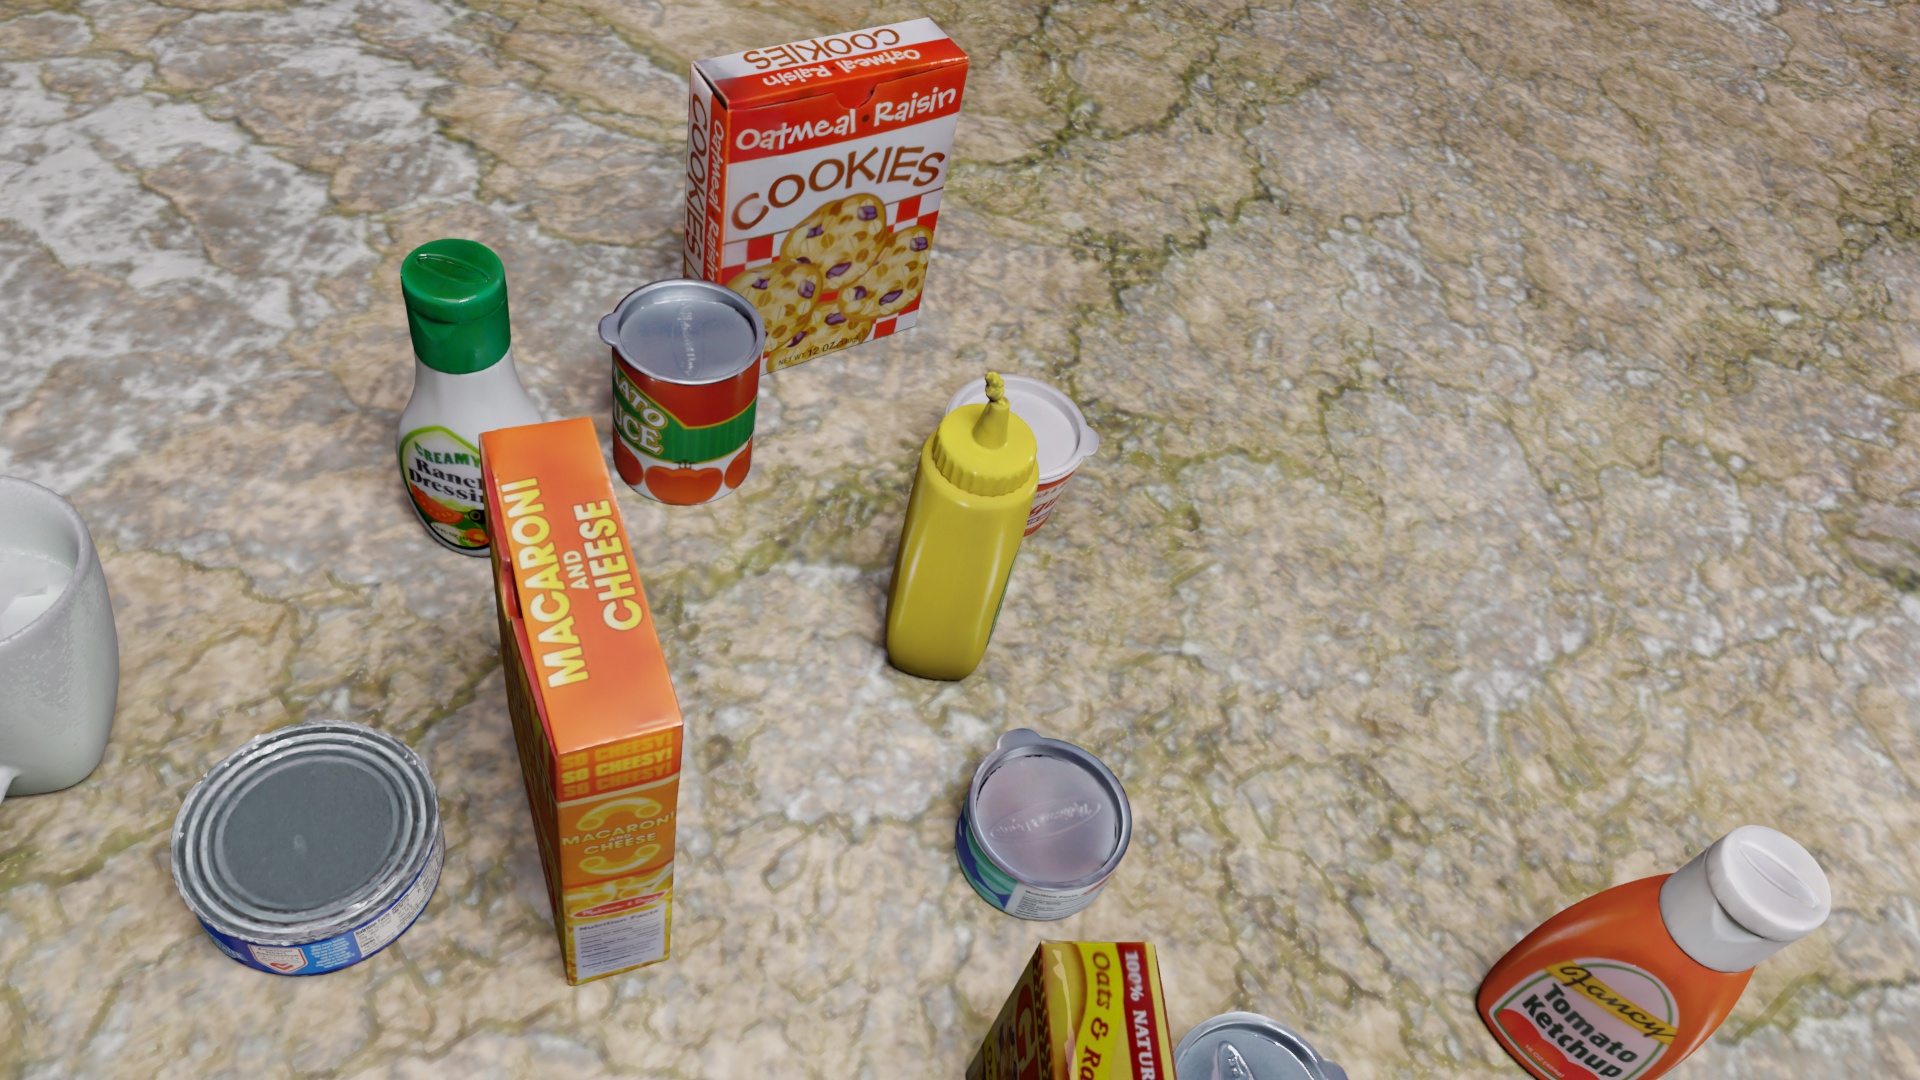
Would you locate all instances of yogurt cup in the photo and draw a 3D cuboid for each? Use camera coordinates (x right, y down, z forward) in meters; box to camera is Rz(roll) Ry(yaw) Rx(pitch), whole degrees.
[{"bbox_3d":[0.022,-0.038,0.662,0.072,0.053,0.073,7,50,-8],"label":"yogurt cup"}]

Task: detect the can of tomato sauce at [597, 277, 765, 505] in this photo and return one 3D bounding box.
[{"bbox_3d":[-0.127,-0.066,0.631,0.071,0.082,0.071,7,50,-8],"label":"can of tomato sauce"}]

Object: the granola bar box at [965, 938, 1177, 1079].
[{"bbox_3d":[0.036,0.220,0.408,0.039,0.123,0.166,4,51,-10],"label":"granola bar box"}]

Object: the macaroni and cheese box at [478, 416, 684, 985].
[{"bbox_3d":[-0.130,0.060,0.473,0.040,0.165,0.124,-11,55,-21],"label":"macaroni and cheese box"}]

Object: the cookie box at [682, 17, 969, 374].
[{"bbox_3d":[-0.068,-0.158,0.665,0.123,0.166,0.040,-22,59,-28],"label":"cookie box"}]

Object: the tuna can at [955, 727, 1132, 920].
[{"bbox_3d":[0.031,0.113,0.554,0.071,0.032,0.071,7,50,-8],"label":"tuna can"}]

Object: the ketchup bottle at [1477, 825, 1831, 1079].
[{"bbox_3d":[0.247,0.151,0.497,0.065,0.148,0.044,40,54,19],"label":"ketchup bottle"}]

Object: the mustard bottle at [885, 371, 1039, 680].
[{"bbox_3d":[0.002,-0.007,0.563,0.049,0.159,0.066,12,50,-4],"label":"mustard bottle"}]

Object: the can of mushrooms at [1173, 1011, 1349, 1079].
[{"bbox_3d":[0.102,0.206,0.494,0.071,0.033,0.071,7,50,-8],"label":"can of mushrooms"}]

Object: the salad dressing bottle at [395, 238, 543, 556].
[{"bbox_3d":[-0.199,-0.054,0.563,0.064,0.146,0.044,18,50,2],"label":"salad dressing bottle"}]
